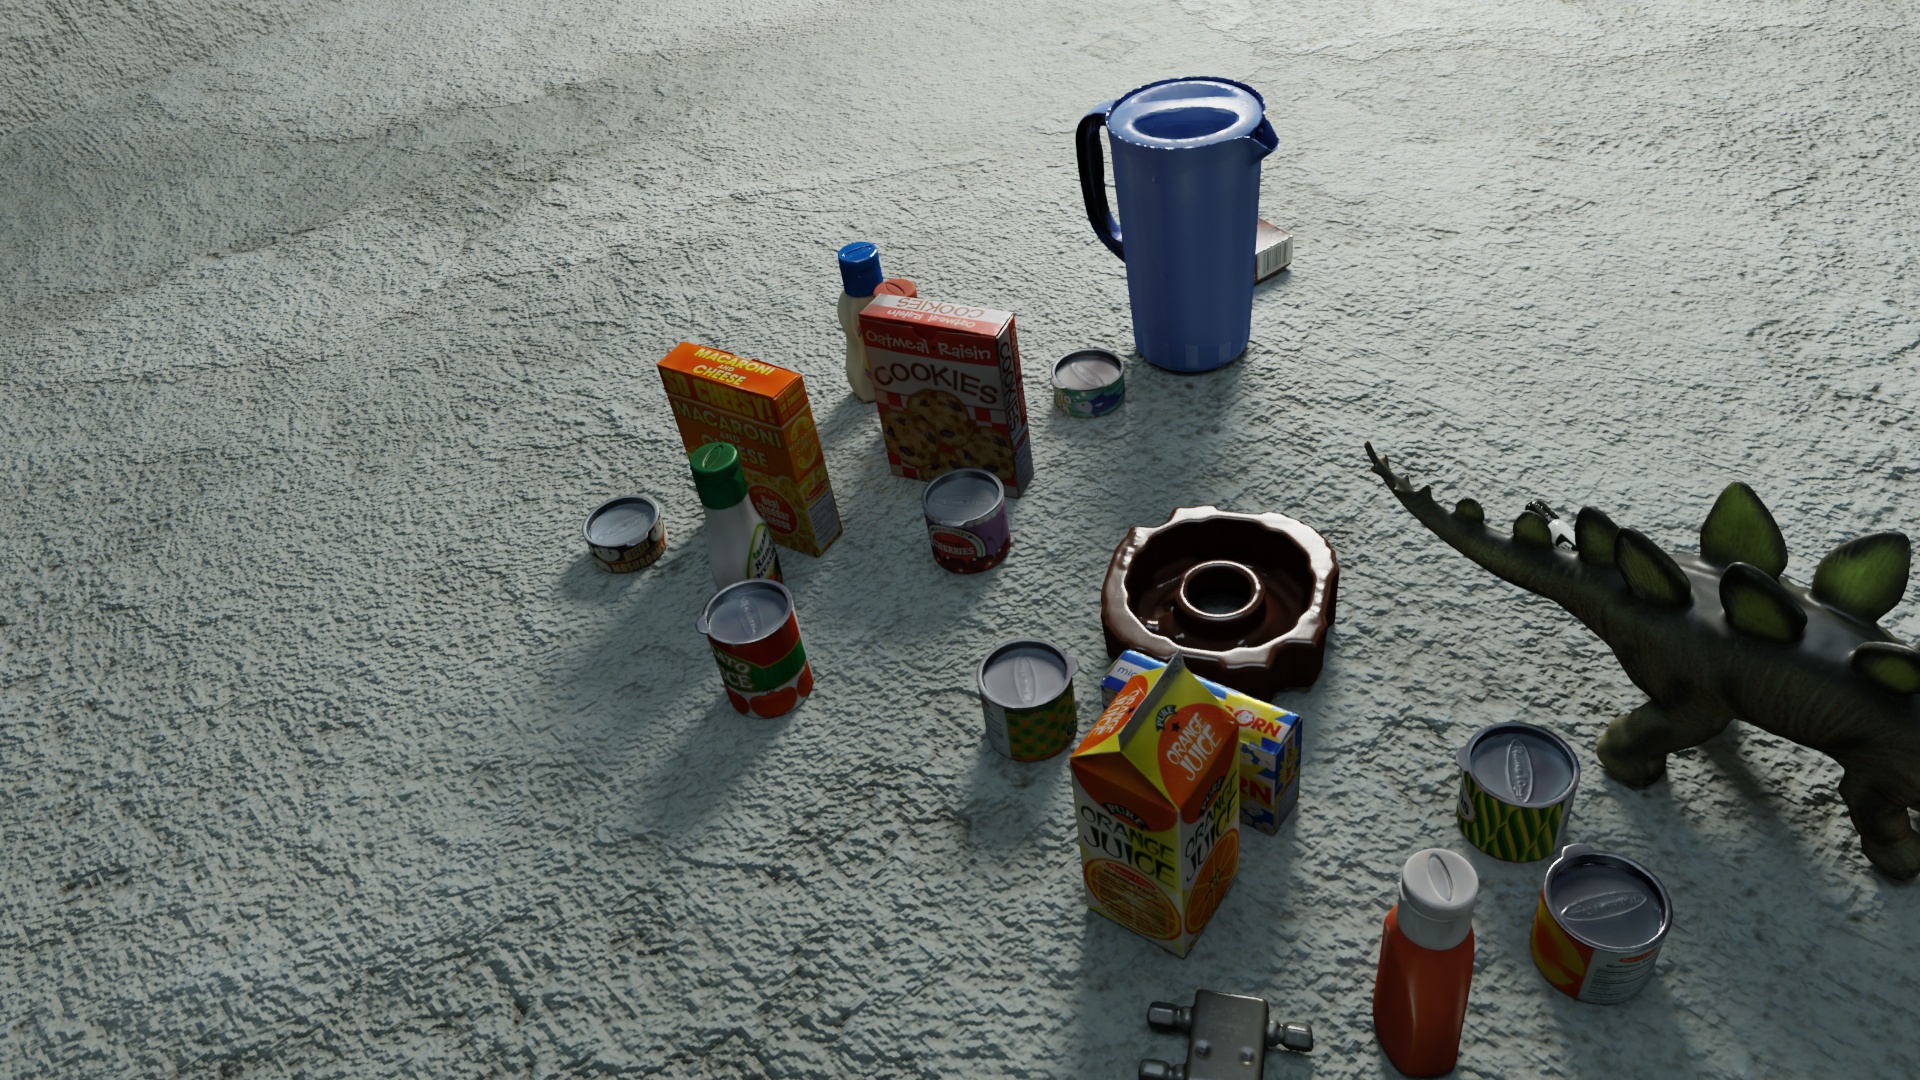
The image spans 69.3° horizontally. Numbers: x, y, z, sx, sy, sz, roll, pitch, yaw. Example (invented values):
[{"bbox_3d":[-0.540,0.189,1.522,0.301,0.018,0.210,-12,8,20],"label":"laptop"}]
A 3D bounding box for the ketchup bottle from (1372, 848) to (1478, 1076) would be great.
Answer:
[{"bbox_3d":[0.247,0.222,0.737,0.043,0.148,0.065,-7,41,3],"label":"ketchup bottle"}]

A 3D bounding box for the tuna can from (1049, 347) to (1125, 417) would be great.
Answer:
[{"bbox_3d":[0.114,-0.142,1.256,0.071,0.032,0.071,-5,42,5],"label":"tuna can"}]

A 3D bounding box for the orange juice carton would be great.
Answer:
[{"bbox_3d":[0.114,0.150,0.809,0.073,0.191,0.072,21,50,30],"label":"orange juice carton"}]

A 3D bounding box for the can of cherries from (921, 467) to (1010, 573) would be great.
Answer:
[{"bbox_3d":[0.004,-0.014,1.115,0.071,0.058,0.072,-5,42,5],"label":"can of cherries"}]

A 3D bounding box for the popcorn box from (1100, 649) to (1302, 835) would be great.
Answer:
[{"bbox_3d":[0.155,0.130,0.905,0.127,0.084,0.038,20,50,30],"label":"popcorn box"}]

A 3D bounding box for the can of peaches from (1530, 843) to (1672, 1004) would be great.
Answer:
[{"bbox_3d":[0.361,0.218,0.788,0.071,0.057,0.071,-5,42,5],"label":"can of peaches"}]

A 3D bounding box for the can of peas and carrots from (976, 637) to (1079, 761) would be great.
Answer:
[{"bbox_3d":[0.050,0.110,0.967,0.071,0.058,0.071,-5,42,5],"label":"can of peas and carrots"}]

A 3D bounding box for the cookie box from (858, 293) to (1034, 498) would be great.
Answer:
[{"bbox_3d":[-0.009,-0.118,1.152,0.123,0.166,0.040,12,46,23],"label":"cookie box"}]

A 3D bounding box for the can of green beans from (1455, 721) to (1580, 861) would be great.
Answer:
[{"bbox_3d":[0.344,0.156,0.861,0.071,0.057,0.071,-5,42,5],"label":"can of green beans"}]

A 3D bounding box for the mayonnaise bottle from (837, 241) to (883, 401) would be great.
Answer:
[{"bbox_3d":[-0.082,-0.200,1.272,0.065,0.147,0.041,-24,43,-16],"label":"mayonnaise bottle"}]

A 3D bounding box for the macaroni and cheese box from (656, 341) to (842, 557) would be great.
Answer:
[{"bbox_3d":[-0.170,-0.074,1.134,0.124,0.165,0.040,18,49,28],"label":"macaroni and cheese box"}]

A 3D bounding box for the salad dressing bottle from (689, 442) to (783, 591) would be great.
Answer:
[{"bbox_3d":[-0.174,-0.008,1.075,0.044,0.146,0.064,6,44,17],"label":"salad dressing bottle"}]

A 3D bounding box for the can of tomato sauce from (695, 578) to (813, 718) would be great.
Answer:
[{"bbox_3d":[-0.149,0.081,1.019,0.071,0.082,0.071,-5,42,5],"label":"can of tomato sauce"}]

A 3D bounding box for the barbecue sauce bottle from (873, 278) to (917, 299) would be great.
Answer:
[{"bbox_3d":[-0.047,-0.157,1.217,0.044,0.147,0.065,-28,45,-20],"label":"barbecue sauce bottle"}]

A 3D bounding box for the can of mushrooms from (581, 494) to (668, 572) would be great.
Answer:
[{"bbox_3d":[-0.283,-0.005,1.177,0.071,0.033,0.071,-5,42,5],"label":"can of mushrooms"}]
